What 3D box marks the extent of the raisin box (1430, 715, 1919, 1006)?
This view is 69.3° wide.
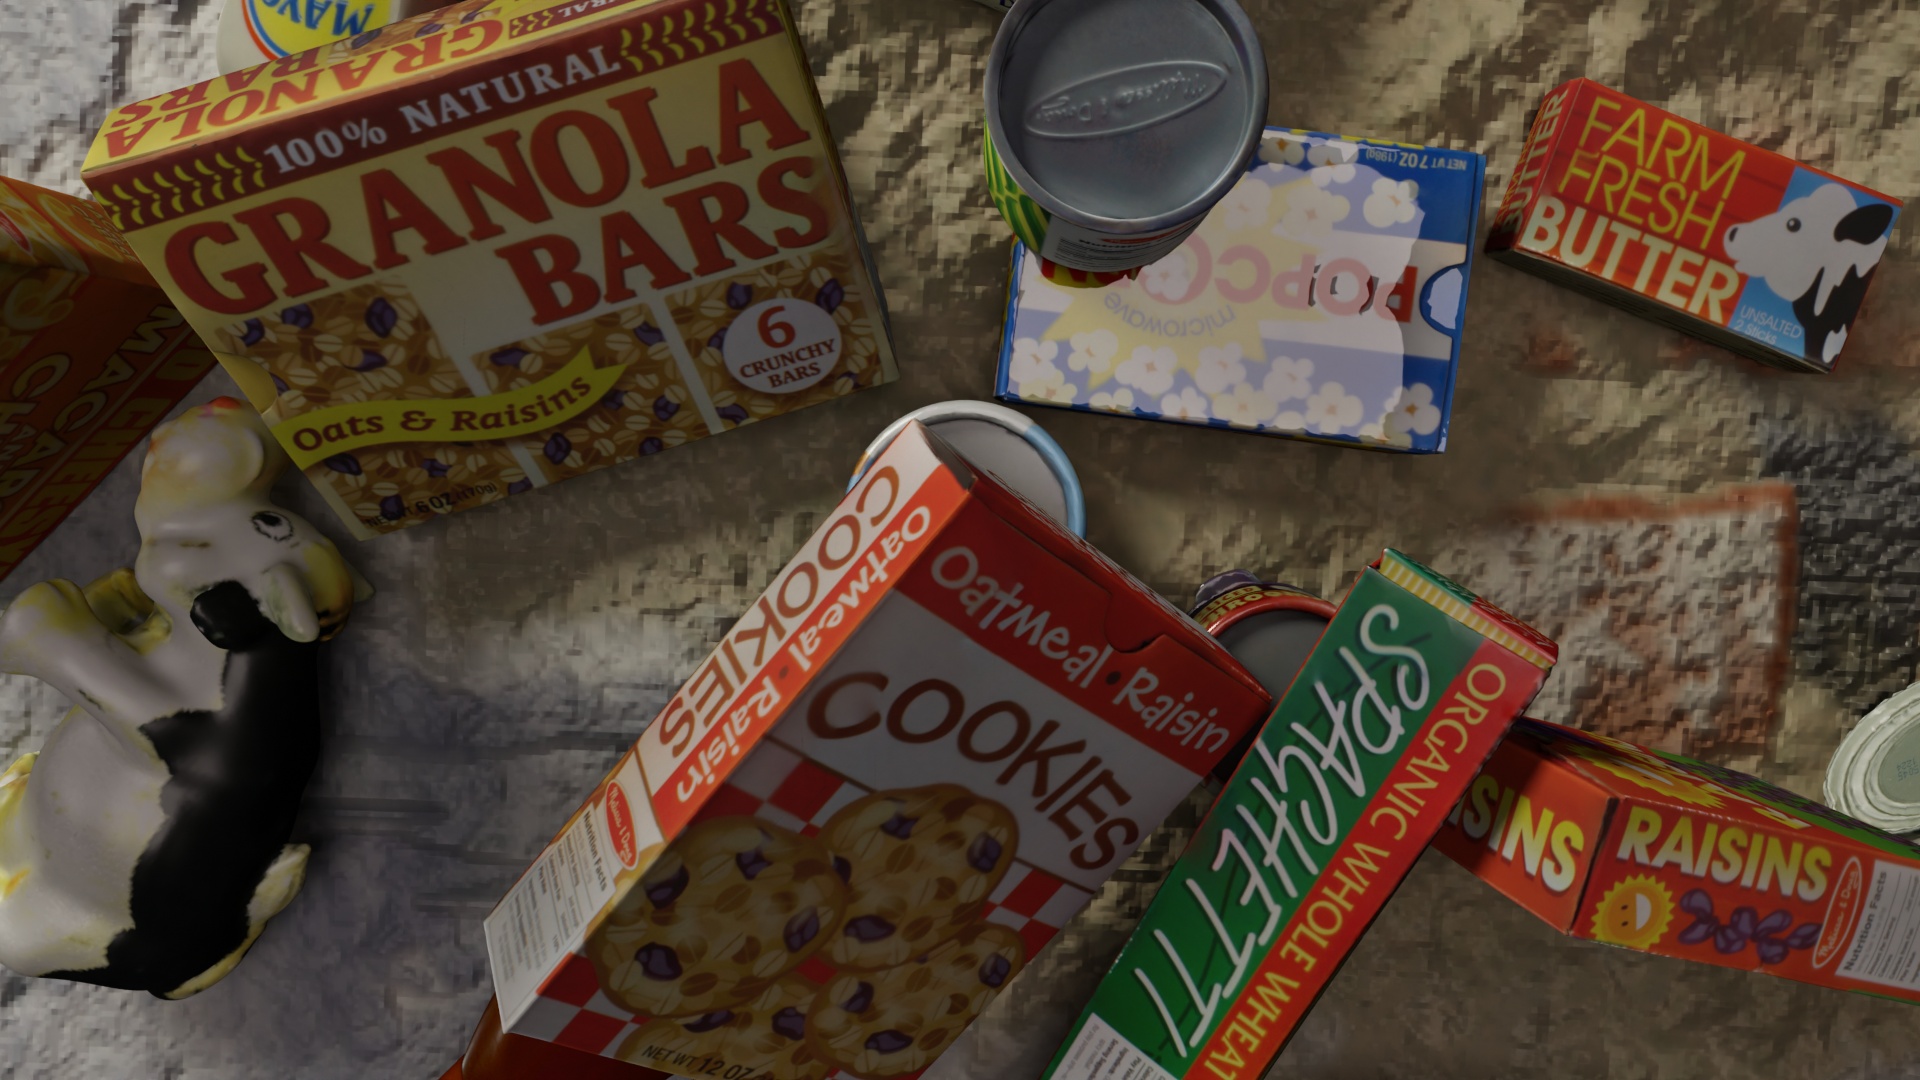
[{"bbox_3d":[0.190,0.081,0.372,0.123,0.086,0.040,14,97,-16],"label":"raisin box"}]

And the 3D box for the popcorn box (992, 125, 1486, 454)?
[{"bbox_3d":[0.077,-0.074,0.400,0.127,0.038,0.085,7,93,0],"label":"popcorn box"}]

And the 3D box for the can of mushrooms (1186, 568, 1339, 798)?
[{"bbox_3d":[0.091,0.044,0.410,0.071,0.033,0.071,0,94,1],"label":"can of mushrooms"}]

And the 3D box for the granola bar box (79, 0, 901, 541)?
[{"bbox_3d":[-0.111,-0.075,0.365,0.165,0.039,0.123,-17,134,1],"label":"granola bar box"}]

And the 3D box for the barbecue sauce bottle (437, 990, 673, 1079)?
[{"bbox_3d":[-0.108,0.138,0.410,0.148,0.044,0.065,-45,101,3],"label":"barbecue sauce bottle"}]

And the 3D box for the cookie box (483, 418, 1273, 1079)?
[{"bbox_3d":[-0.017,0.068,0.352,0.123,0.040,0.167,34,101,-38],"label":"cookie box"}]

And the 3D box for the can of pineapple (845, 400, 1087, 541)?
[{"bbox_3d":[0.001,-0.005,0.394,0.071,0.058,0.071,0,94,0],"label":"can of pineapple"}]

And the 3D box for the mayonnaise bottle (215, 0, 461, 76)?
[{"bbox_3d":[-0.174,-0.148,0.393,0.065,0.041,0.148,22,93,-3],"label":"mayonnaise bottle"}]

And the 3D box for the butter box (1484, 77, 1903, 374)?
[{"bbox_3d":[0.212,-0.091,0.405,0.103,0.024,0.053,21,94,-1],"label":"butter box"}]

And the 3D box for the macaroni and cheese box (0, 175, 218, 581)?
[{"bbox_3d":[-0.265,-0.035,0.338,0.123,0.166,0.040,-44,93,3],"label":"macaroni and cheese box"}]

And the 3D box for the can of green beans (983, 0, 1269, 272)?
[{"bbox_3d":[0.039,-0.104,0.349,0.071,0.058,0.071,0,91,0],"label":"can of green beans"}]

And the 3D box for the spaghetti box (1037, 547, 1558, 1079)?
[{"bbox_3d":[0.071,0.117,0.377,0.050,0.029,0.249,34,110,18],"label":"spaghetti box"}]
